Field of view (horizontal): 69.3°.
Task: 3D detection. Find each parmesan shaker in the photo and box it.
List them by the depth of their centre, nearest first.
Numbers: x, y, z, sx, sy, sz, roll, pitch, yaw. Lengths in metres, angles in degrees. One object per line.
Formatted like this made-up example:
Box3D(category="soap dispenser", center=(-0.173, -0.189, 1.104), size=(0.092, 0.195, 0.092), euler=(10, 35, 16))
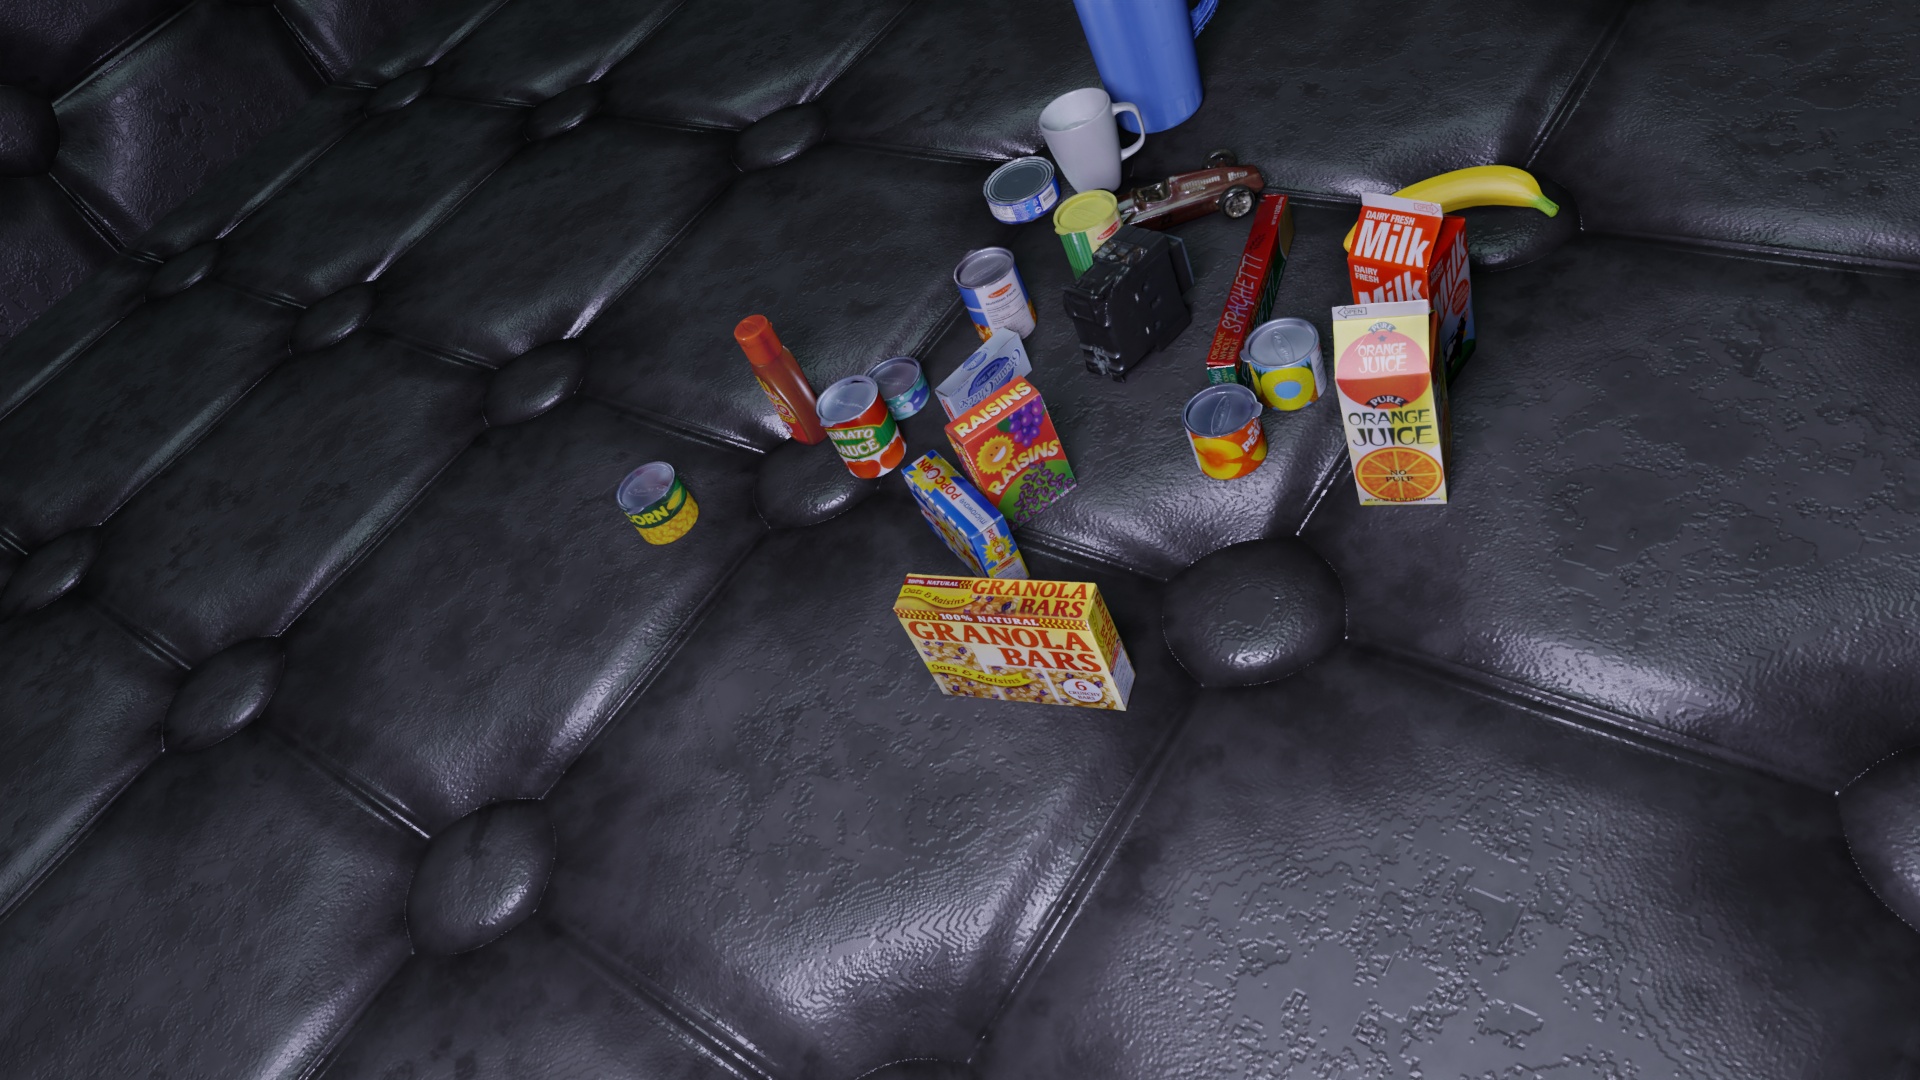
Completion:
Box3D(category="parmesan shaker", center=(0.140, -0.298, 1.431), size=(0.071, 0.102, 0.072), euler=(-13, 46, 14))

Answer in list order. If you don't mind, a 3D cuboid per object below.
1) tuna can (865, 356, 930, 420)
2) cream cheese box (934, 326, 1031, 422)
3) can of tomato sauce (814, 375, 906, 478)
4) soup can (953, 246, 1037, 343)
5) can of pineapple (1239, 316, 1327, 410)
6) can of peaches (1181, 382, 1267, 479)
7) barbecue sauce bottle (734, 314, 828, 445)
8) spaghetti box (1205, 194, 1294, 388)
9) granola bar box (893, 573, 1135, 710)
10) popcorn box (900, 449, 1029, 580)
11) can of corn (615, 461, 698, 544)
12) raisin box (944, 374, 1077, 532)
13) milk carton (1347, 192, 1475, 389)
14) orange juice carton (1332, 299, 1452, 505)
Box3D(category="tuna can", center=(-0.068, -0.156, 1.448), size=(0.071, 0.032, 0.071), euler=(-13, 46, 14))
Box3D(category="cream cheese box", center=(0.024, -0.162, 1.395), size=(0.104, 0.053, 0.024), euler=(-45, 47, -17))
Box3D(category="can of tomato sauce", center=(-0.099, -0.111, 1.384), size=(0.071, 0.082, 0.071), euler=(-13, 46, 14))
Box3D(category="soup can", center=(0.037, -0.256, 1.454), size=(0.071, 0.083, 0.072), euler=(-13, 46, 14))
Box3D(category="can of pineapple", center=(0.295, -0.160, 1.264), size=(0.071, 0.057, 0.071), euler=(-13, 46, 14))
Box3D(category="can of peaches", center=(0.237, -0.096, 1.232), size=(0.071, 0.057, 0.071), euler=(-13, 46, 14))
Box3D(category="barbecue sauce bottle", center=(-0.184, -0.166, 1.428), size=(0.044, 0.148, 0.065), euler=(-41, 46, -14))
Box3D(category="spaghetti box", center=(0.283, -0.238, 1.346), size=(0.028, 0.050, 0.251), euler=(3, 51, 27))
Box3D(category="granola bar box", center=(0.045, 0.080, 1.111), size=(0.165, 0.123, 0.039), euler=(2, 51, 27))
Box3D(category="popcorn box", center=(0.004, -0.016, 1.247), size=(0.038, 0.085, 0.127), euler=(-36, 45, -9))
Box3D(category="can of corn", center=(-0.313, -0.036, 1.433), size=(0.071, 0.058, 0.071), euler=(-13, 46, 14))
Box3D(category="raisin box", center=(0.047, -0.076, 1.255), size=(0.086, 0.123, 0.040), euler=(-34, 45, -7))
Box3D(category="milk carton", center=(0.383, -0.215, 1.178), size=(0.072, 0.189, 0.074), euler=(20, 61, 37))
Box3D(category="orange juice carton", center=(0.345, -0.117, 1.104), size=(0.072, 0.191, 0.073), euler=(-1, 50, 25))
